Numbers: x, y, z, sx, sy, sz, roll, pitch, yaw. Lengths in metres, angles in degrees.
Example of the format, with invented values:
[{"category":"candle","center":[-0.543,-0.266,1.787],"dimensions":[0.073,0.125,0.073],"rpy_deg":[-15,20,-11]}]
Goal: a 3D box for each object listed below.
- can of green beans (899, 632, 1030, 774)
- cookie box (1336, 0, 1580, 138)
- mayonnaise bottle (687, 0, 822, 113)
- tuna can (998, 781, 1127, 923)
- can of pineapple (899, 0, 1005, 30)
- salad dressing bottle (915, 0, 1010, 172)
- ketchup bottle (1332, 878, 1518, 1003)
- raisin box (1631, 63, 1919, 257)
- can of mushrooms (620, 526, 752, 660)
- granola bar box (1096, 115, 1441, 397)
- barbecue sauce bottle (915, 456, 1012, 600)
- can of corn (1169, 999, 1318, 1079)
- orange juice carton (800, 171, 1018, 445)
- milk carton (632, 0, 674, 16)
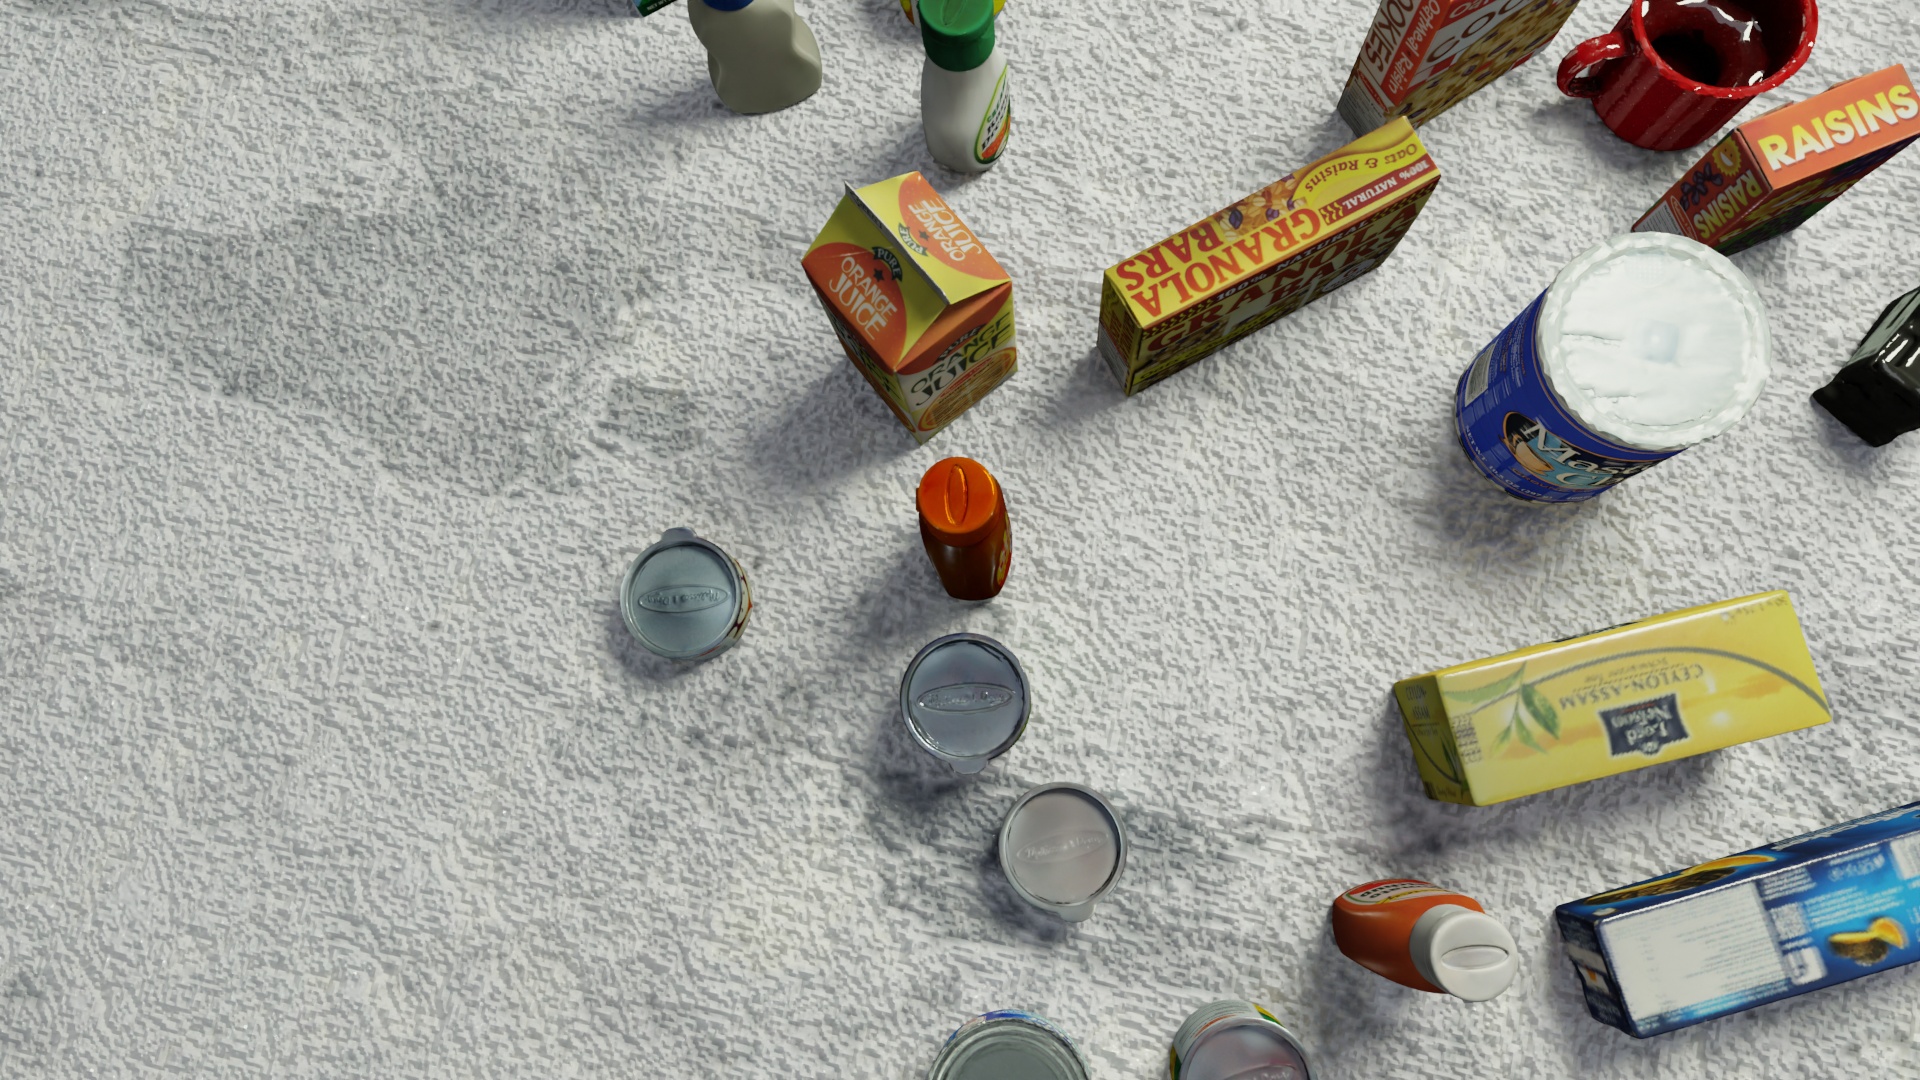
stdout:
[{"category":"can of green beans","center":[0.004,0.083,0.725],"dimensions":[0.071,0.057,0.071],"rpy_deg":[-1,80,4]},{"category":"cookie box","center":[0.271,-0.278,0.716],"dimensions":[0.123,0.167,0.040],"rpy_deg":[-32,80,-2]},{"category":"mayonnaise bottle","center":[-0.116,-0.284,0.751],"dimensions":[0.065,0.148,0.041],"rpy_deg":[-15,80,1]},{"category":"tuna can","center":[0.054,0.161,0.721],"dimensions":[0.071,0.033,0.071],"rpy_deg":[-1,80,3]},{"category":"can of pineapple","center":[-0.006,-0.334,0.799],"dimensions":[0.071,0.058,0.071],"rpy_deg":[-1,80,4]},{"category":"salad dressing bottle","center":[0.002,-0.247,0.737],"dimensions":[0.044,0.147,0.064],"rpy_deg":[21,83,7]},{"category":"ketchup bottle","center":[0.218,0.186,0.648],"dimensions":[0.065,0.148,0.043],"rpy_deg":[-7,80,3]},{"category":"raisin box","center":[0.416,-0.186,0.713],"dimensions":[0.086,0.123,0.040],"rpy_deg":[-21,80,0]},{"category":"can of mushrooms","center":[-0.148,0.030,0.756],"dimensions":[0.071,0.033,0.071],"rpy_deg":[-1,80,3]},{"category":"granola bar box","center":[0.154,-0.142,0.721],"dimensions":[0.165,0.124,0.039],"rpy_deg":[-28,80,-1]},{"category":"barbecue sauce bottle","center":[0.002,-0.009,0.695],"dimensions":[0.044,0.148,0.065],"rpy_deg":[-1,81,4]},{"category":"can of corn","center":[0.139,0.267,0.684],"dimensions":[0.071,0.058,0.071],"rpy_deg":[-1,80,4]},{"category":"orange juice carton","center":[-0.022,-0.116,0.693],"dimensions":[0.073,0.192,0.072],"rpy_deg":[-39,80,-3]},{"category":"milk carton","center":[-0.184,-0.376,0.750],"dimensions":[0.072,0.190,0.073],"rpy_deg":[-27,80,-1]}]
